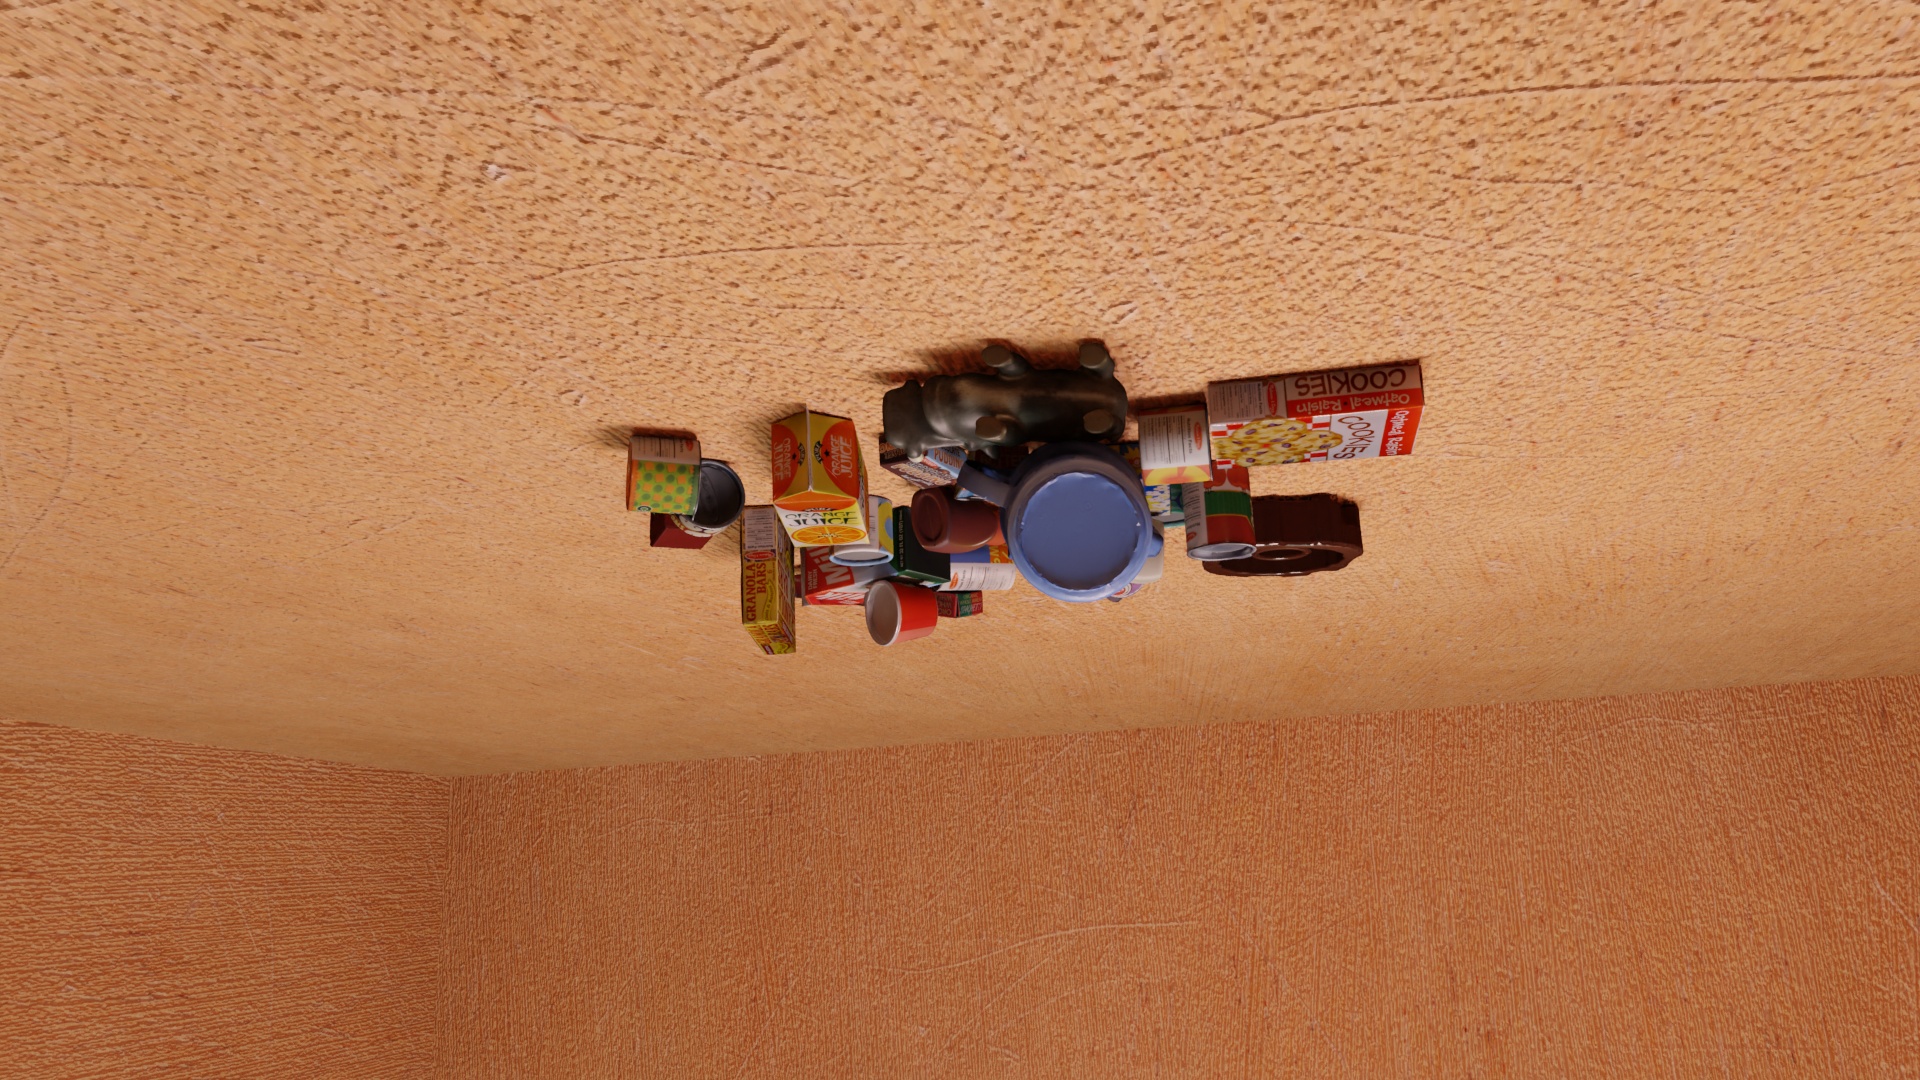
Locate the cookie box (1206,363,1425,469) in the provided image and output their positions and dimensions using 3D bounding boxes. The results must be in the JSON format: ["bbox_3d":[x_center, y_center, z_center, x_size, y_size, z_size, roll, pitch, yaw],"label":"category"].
[{"bbox_3d":[0.294,-0.102,1.156,0.167,0.040,0.122,-4,165,12],"label":"cookie box"}]

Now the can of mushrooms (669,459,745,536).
[{"bbox_3d":[-0.235,-0.038,1.266,0.071,0.071,0.033,5,164,-25],"label":"can of mushrooms"}]

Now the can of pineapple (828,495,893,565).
[{"bbox_3d":[-0.101,-0.009,1.409,0.071,0.058,0.071,-2,165,0],"label":"can of pineapple"}]

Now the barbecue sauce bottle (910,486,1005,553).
[{"bbox_3d":[0.005,-0.017,1.392,0.043,0.065,0.148,-16,169,26],"label":"barbecue sauce bottle"}]

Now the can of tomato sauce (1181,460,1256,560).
[{"bbox_3d":[0.249,-0.028,1.337,0.071,0.083,0.071,-2,165,0],"label":"can of tomato sauce"}]

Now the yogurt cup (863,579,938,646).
[{"bbox_3d":[-0.059,0.074,1.437,0.054,0.072,0.072,-1,167,-34],"label":"yogurt cup"}]

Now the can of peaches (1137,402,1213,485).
[{"bbox_3d":[0.181,-0.080,1.169,0.058,0.071,0.071,-5,164,11],"label":"can of peaches"}]

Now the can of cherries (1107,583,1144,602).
[{"bbox_3d":[0.172,0.030,1.563,0.071,0.071,0.058,-10,163,25],"label":"can of cherries"}]

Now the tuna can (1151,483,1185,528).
[{"bbox_3d":[0.208,-0.036,1.399,0.071,0.033,0.071,-2,165,0],"label":"tuna can"}]

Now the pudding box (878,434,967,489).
[{"bbox_3d":[-0.032,-0.073,1.235,0.049,0.030,0.083,-10,163,23],"label":"pudding box"}]

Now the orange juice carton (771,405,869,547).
[{"bbox_3d":[-0.123,-0.053,1.218,0.073,0.072,0.192,-3,165,0],"label":"orange juice carton"}]

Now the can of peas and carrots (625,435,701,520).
[{"bbox_3d":[-0.257,-0.054,1.199,0.059,0.071,0.070,4,164,-17],"label":"can of peas and carrots"}]

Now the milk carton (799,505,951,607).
[{"bbox_3d":[-0.106,0.022,1.499,0.190,0.072,0.073,-15,160,37],"label":"milk carton"}]

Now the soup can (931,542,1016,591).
[{"bbox_3d":[0.012,0.020,1.520,0.084,0.071,0.071,0,165,-17],"label":"soup can"}]

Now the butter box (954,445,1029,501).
[{"bbox_3d":[0.029,-0.062,1.296,0.053,0.024,0.103,2,164,-11],"label":"butter box"}]

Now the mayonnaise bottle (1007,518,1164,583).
[{"bbox_3d":[0.121,0.005,1.342,0.148,0.065,0.041,4,168,-3],"label":"mayonnaise bottle"}]

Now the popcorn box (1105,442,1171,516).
[{"bbox_3d":[0.155,-0.055,1.309,0.085,0.038,0.126,-4,165,8],"label":"popcorn box"}]

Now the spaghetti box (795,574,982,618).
[{"bbox_3d":[-0.088,0.062,1.596,0.250,0.028,0.050,5,-174,36],"label":"spaghetti box"}]

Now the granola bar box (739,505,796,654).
[{"bbox_3d":[-0.202,0.045,1.468,0.039,0.124,0.165,-3,164,-1],"label":"granola bar box"}]
